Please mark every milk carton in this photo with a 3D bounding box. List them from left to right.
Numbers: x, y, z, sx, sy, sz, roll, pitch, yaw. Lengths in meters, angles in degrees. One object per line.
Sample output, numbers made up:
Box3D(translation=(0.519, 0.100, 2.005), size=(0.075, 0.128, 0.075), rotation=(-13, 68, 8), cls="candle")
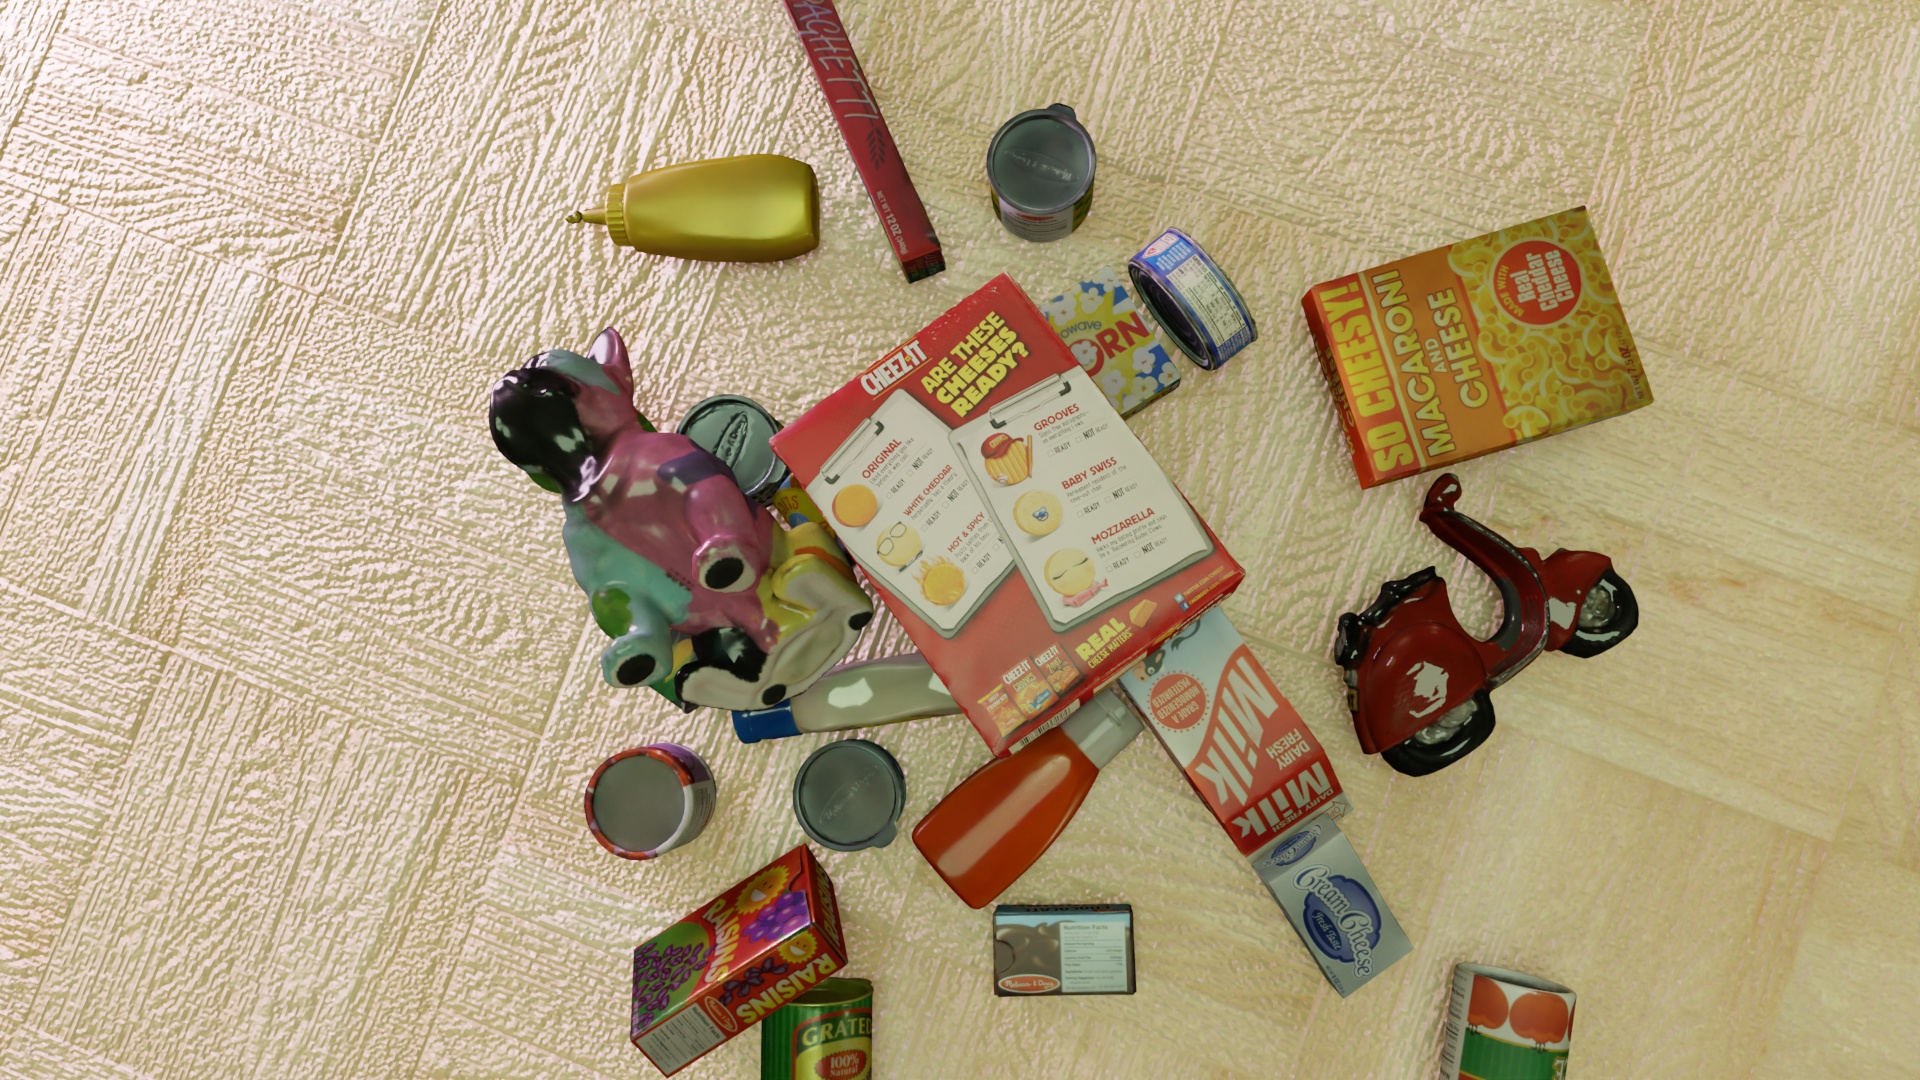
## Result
Box3D(translation=(0.146, 0.097, 0.814), size=(0.072, 0.073, 0.190), rotation=(-35, 83, 0), cls="milk carton")

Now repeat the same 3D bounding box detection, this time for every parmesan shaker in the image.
Box3D(translation=(-0.082, 0.315, 0.813), size=(0.071, 0.071, 0.103), rotation=(-1, 85, 4), cls="parmesan shaker")

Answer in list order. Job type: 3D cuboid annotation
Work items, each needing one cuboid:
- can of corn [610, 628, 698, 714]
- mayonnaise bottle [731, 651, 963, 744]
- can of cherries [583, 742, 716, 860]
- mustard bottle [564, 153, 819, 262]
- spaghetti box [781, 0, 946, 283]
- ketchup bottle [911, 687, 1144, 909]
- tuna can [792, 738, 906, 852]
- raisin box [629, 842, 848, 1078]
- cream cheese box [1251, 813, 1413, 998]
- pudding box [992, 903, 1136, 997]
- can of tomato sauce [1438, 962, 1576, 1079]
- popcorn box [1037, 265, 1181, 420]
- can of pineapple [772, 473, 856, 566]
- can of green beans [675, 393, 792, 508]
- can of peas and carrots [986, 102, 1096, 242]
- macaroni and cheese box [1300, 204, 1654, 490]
Box3D(translation=(-0.169, 0.060, 0.842), size=(0.058, 0.071, 0.071), rotation=(34, 88, 7), cls="can of corn")
Box3D(translation=(-0.062, 0.094, 0.836), size=(0.148, 0.065, 0.041), rotation=(-10, 87, 7), cls="mayonnaise bottle")
Box3D(translation=(-0.189, 0.156, 0.838), size=(0.071, 0.058, 0.071), rotation=(0, 85, 3), cls="can of cherries")
Box3D(translation=(-0.170, -0.208, 0.878), size=(0.160, 0.049, 0.065), rotation=(0, 85, 4), cls="mustard bottle")
Box3D(translation=(-0.071, -0.283, 0.878), size=(0.029, 0.050, 0.250), rotation=(-24, 83, 1), cls="spaghetti box")
Box3D(translation=(0.044, 0.149, 0.831), size=(0.149, 0.043, 0.065), rotation=(-42, 84, -1), cls="ketchup bottle")
Box3D(translation=(-0.065, 0.155, 0.843), size=(0.071, 0.033, 0.071), rotation=(0, 84, 4), cls="tuna can")
Box3D(translation=(-0.131, 0.242, 0.810), size=(0.123, 0.086, 0.040), rotation=(-32, 111, 1), cls="raisin box")
Box3D(translation=(0.215, 0.211, 0.801), size=(0.053, 0.024, 0.103), rotation=(-35, 113, -2), cls="cream cheese box")
Box3D(translation=(0.061, 0.243, 0.827), size=(0.084, 0.030, 0.049), rotation=(-2, 85, 4), cls="pudding box")
Box3D(translation=(0.311, 0.290, 0.787), size=(0.071, 0.071, 0.083), rotation=(10, 85, 5), cls="can of tomato sauce")
Box3D(translation=(0.061, -0.099, 0.857), size=(0.127, 0.038, 0.085), rotation=(-32, 83, 0), cls="popcorn box")
Box3D(translation=(-0.073, -0.020, 0.843), size=(0.071, 0.071, 0.058), rotation=(-39, 82, 0), cls="can of pineapple")
Box3D(translation=(-0.137, -0.052, 0.856), size=(0.071, 0.058, 0.071), rotation=(0, 85, 4), cls="can of green beans")
Box3D(translation=(0.051, -0.227, 0.860), size=(0.071, 0.058, 0.071), rotation=(0, 84, 4), cls="can of peas and carrots")
Box3D(translation=(0.300, -0.111, 0.815), size=(0.166, 0.040, 0.124), rotation=(-16, 83, 0), cls="macaroni and cheese box")
